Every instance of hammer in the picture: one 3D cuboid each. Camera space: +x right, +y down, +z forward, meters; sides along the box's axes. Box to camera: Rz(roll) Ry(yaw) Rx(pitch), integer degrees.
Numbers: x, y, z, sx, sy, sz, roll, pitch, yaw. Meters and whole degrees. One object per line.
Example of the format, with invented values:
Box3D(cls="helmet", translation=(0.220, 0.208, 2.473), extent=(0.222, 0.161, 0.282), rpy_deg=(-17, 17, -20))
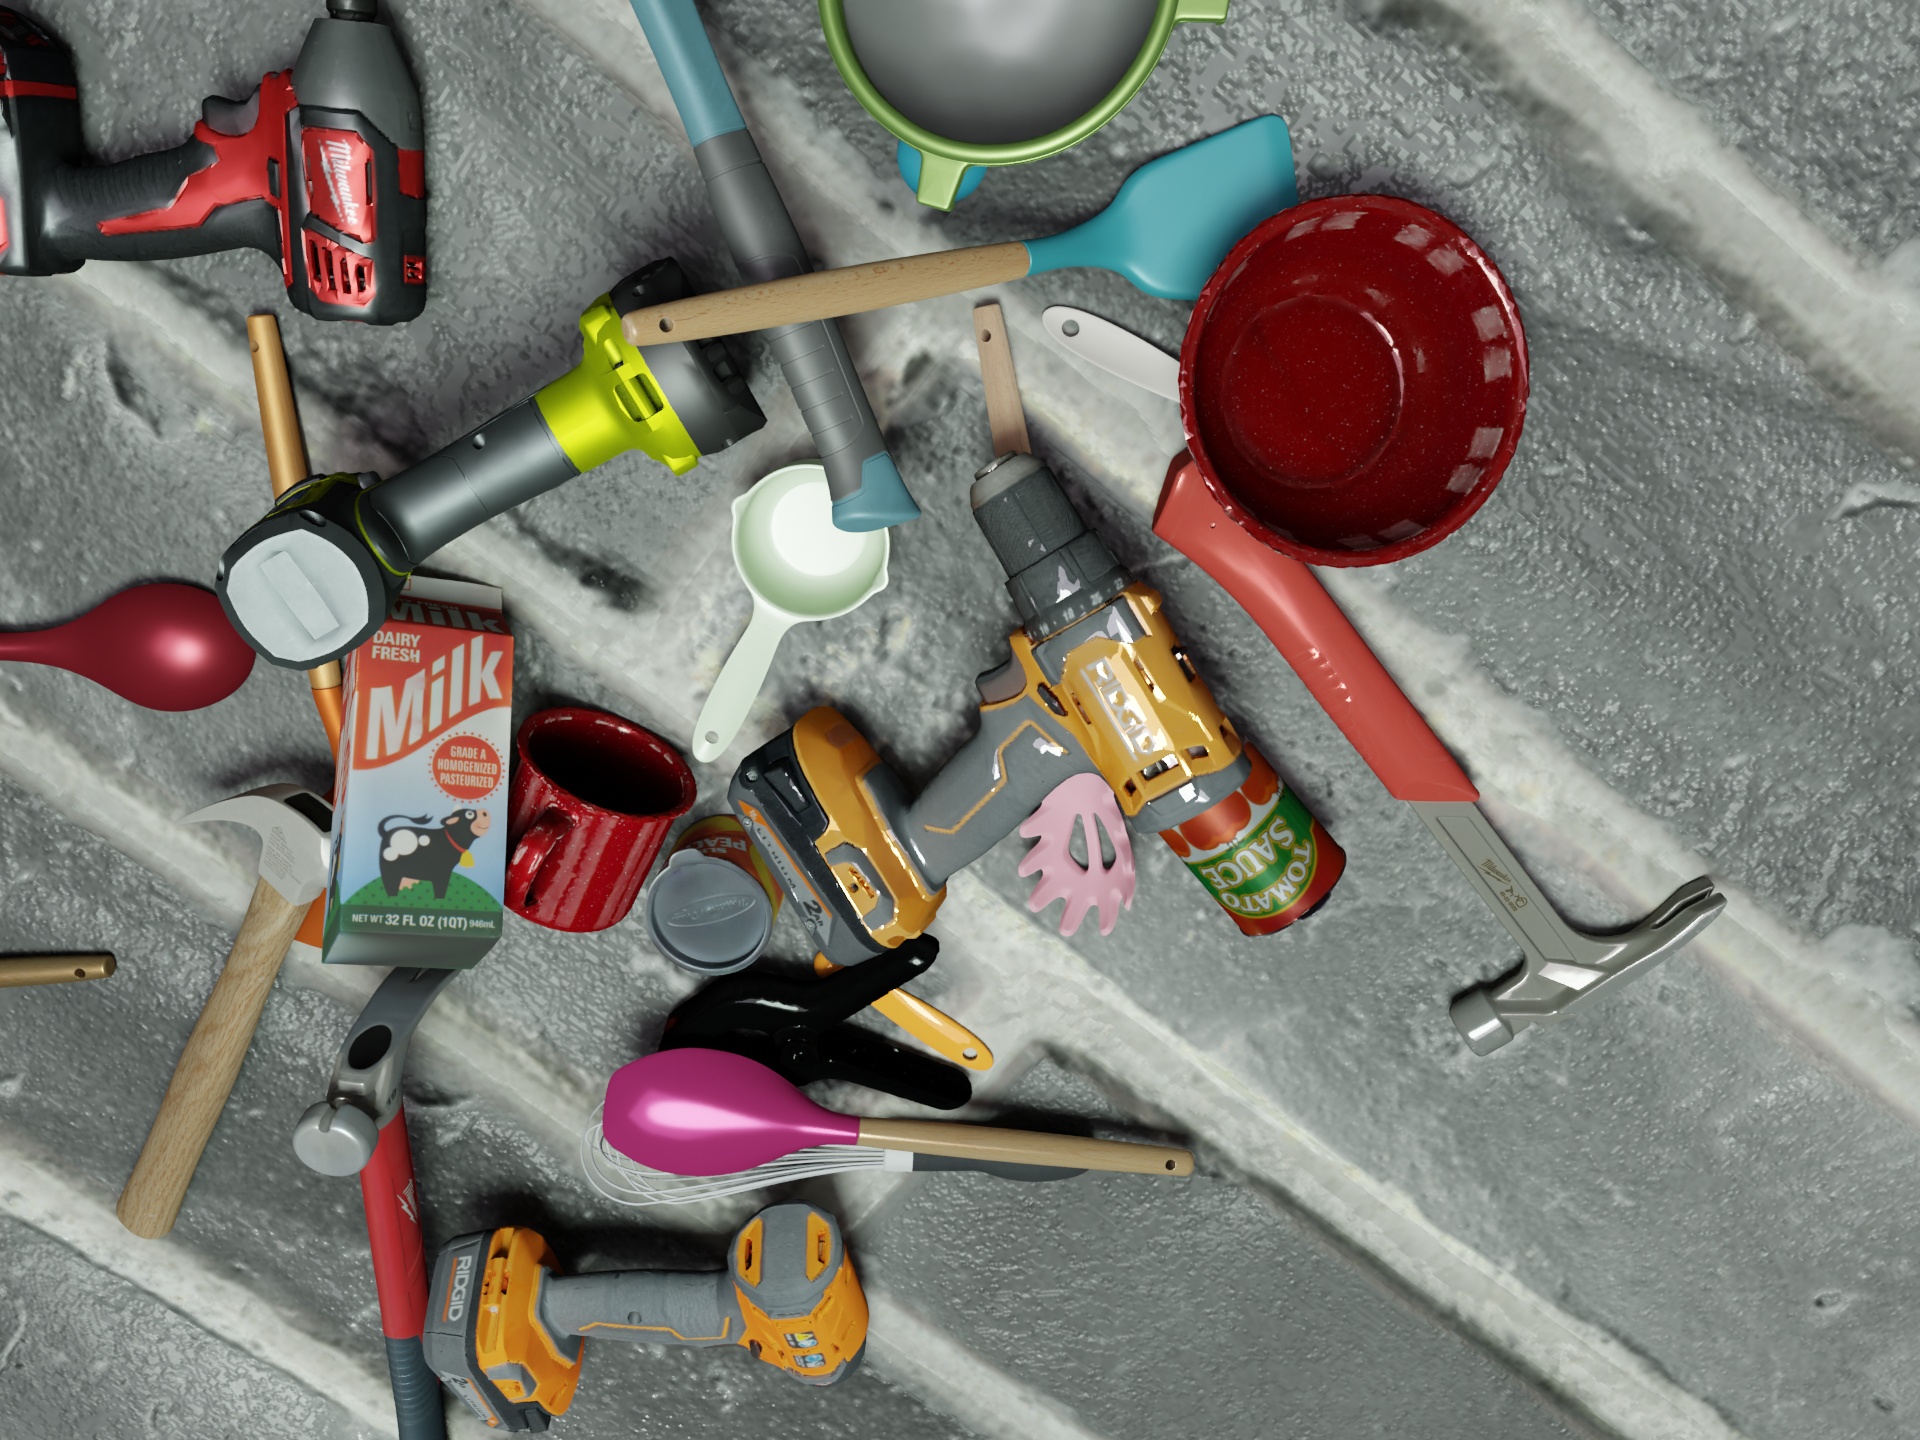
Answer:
Box3D(cls="hammer", translation=(-0.401, 0.167, 0.861), extent=(0.130, 0.031, 0.331), rpy_deg=(40, 117, 12))
Box3D(cls="hammer", translation=(-0.097, -0.232, 0.671), extent=(0.033, 0.128, 0.331), rpy_deg=(-11, 107, 42))
Box3D(cls="hammer", translation=(0.224, 0.005, 0.791), extent=(0.149, 0.037, 0.359), rpy_deg=(-37, 104, 14))
Box3D(cls="hammer", translation=(-0.312, 0.320, 0.911), extent=(0.038, 0.143, 0.386), rpy_deg=(7, 121, 2))

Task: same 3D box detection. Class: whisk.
Box3D(cls="whisk", translation=(-0.066, 0.238, 0.879), extent=(0.284, 0.070, 0.070), rpy_deg=(3, 109, -3))

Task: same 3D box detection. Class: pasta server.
Box3D(cls="pasta server", translation=(0.040, -0.044, 0.783), extent=(0.060, 0.040, 0.316), rpy_deg=(-4, 109, 23))

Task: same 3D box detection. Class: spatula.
Box3D(cls="spatula", translation=(-0.331, -0.039, 0.804), extent=(0.081, 0.041, 0.322), rpy_deg=(6, 109, 26))
Box3D(cls="spatula", translation=(0.010, -0.194, 0.675), extent=(0.317, 0.044, 0.082), rpy_deg=(-19, 112, -27))

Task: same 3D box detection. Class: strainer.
Box3D(cls="strainer", translation=(-0.009, -0.353, 0.671), extent=(0.151, 0.069, 0.256), rpy_deg=(-31, 92, 13))

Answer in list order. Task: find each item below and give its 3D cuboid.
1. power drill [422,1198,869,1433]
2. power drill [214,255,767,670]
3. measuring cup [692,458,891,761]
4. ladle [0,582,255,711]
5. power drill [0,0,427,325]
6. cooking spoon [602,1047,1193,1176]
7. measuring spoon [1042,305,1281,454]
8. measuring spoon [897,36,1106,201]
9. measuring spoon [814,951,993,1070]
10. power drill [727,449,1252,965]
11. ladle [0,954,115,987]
Box3D(cls="power drill", translation=(-0.164, 0.341, 0.896), extent=(0.226, 0.084, 0.164), rpy_deg=(-7, 136, 3))
Box3D(cls="power drill", translation=(-0.208, -0.117, 0.710), extent=(0.228, 0.191, 0.080), rpy_deg=(-30, 111, -2))
Box3D(cls="measuring cup", translation=(-0.092, -0.053, 0.788), extent=(0.083, 0.038, 0.167), rpy_deg=(27, 110, -6))
Box3D(cls="ladle", translation=(-0.524, -0.042, 0.823), extent=(0.315, 0.031, 0.069), rpy_deg=(3, 109, 4))
Box3D(cls="power drill", translation=(-0.351, -0.259, 0.712), extent=(0.219, 0.079, 0.143), rpy_deg=(5, 110, -2))
Box3D(cls="cooking spoon", translation=(-0.029, 0.222, 0.850), extent=(0.319, 0.017, 0.069), rpy_deg=(8, 92, -9))
Box3D(cls="measuring spoon", translation=(0.094, -0.163, 0.753), extent=(0.124, 0.018, 0.034), rpy_deg=(28, 94, 1))
Box3D(cls="measuring spoon", translation=(0.030, -0.274, 0.711), extent=(0.128, 0.021, 0.042), rpy_deg=(-26, 106, 12))
Box3D(cls="measuring spoon", translation=(-0.031, 0.161, 0.872), extent=(0.117, 0.011, 0.021), rpy_deg=(34, 108, -8))
Box3D(cls="power drill", translation=(-0.001, -0.002, 0.758), extent=(0.226, 0.084, 0.185), rpy_deg=(-29, 94, 22))
Box3D(cls="ladle", translation=(-0.633, 0.152, 0.881), extent=(0.320, 0.062, 0.078), rpy_deg=(-4, 112, 2))
